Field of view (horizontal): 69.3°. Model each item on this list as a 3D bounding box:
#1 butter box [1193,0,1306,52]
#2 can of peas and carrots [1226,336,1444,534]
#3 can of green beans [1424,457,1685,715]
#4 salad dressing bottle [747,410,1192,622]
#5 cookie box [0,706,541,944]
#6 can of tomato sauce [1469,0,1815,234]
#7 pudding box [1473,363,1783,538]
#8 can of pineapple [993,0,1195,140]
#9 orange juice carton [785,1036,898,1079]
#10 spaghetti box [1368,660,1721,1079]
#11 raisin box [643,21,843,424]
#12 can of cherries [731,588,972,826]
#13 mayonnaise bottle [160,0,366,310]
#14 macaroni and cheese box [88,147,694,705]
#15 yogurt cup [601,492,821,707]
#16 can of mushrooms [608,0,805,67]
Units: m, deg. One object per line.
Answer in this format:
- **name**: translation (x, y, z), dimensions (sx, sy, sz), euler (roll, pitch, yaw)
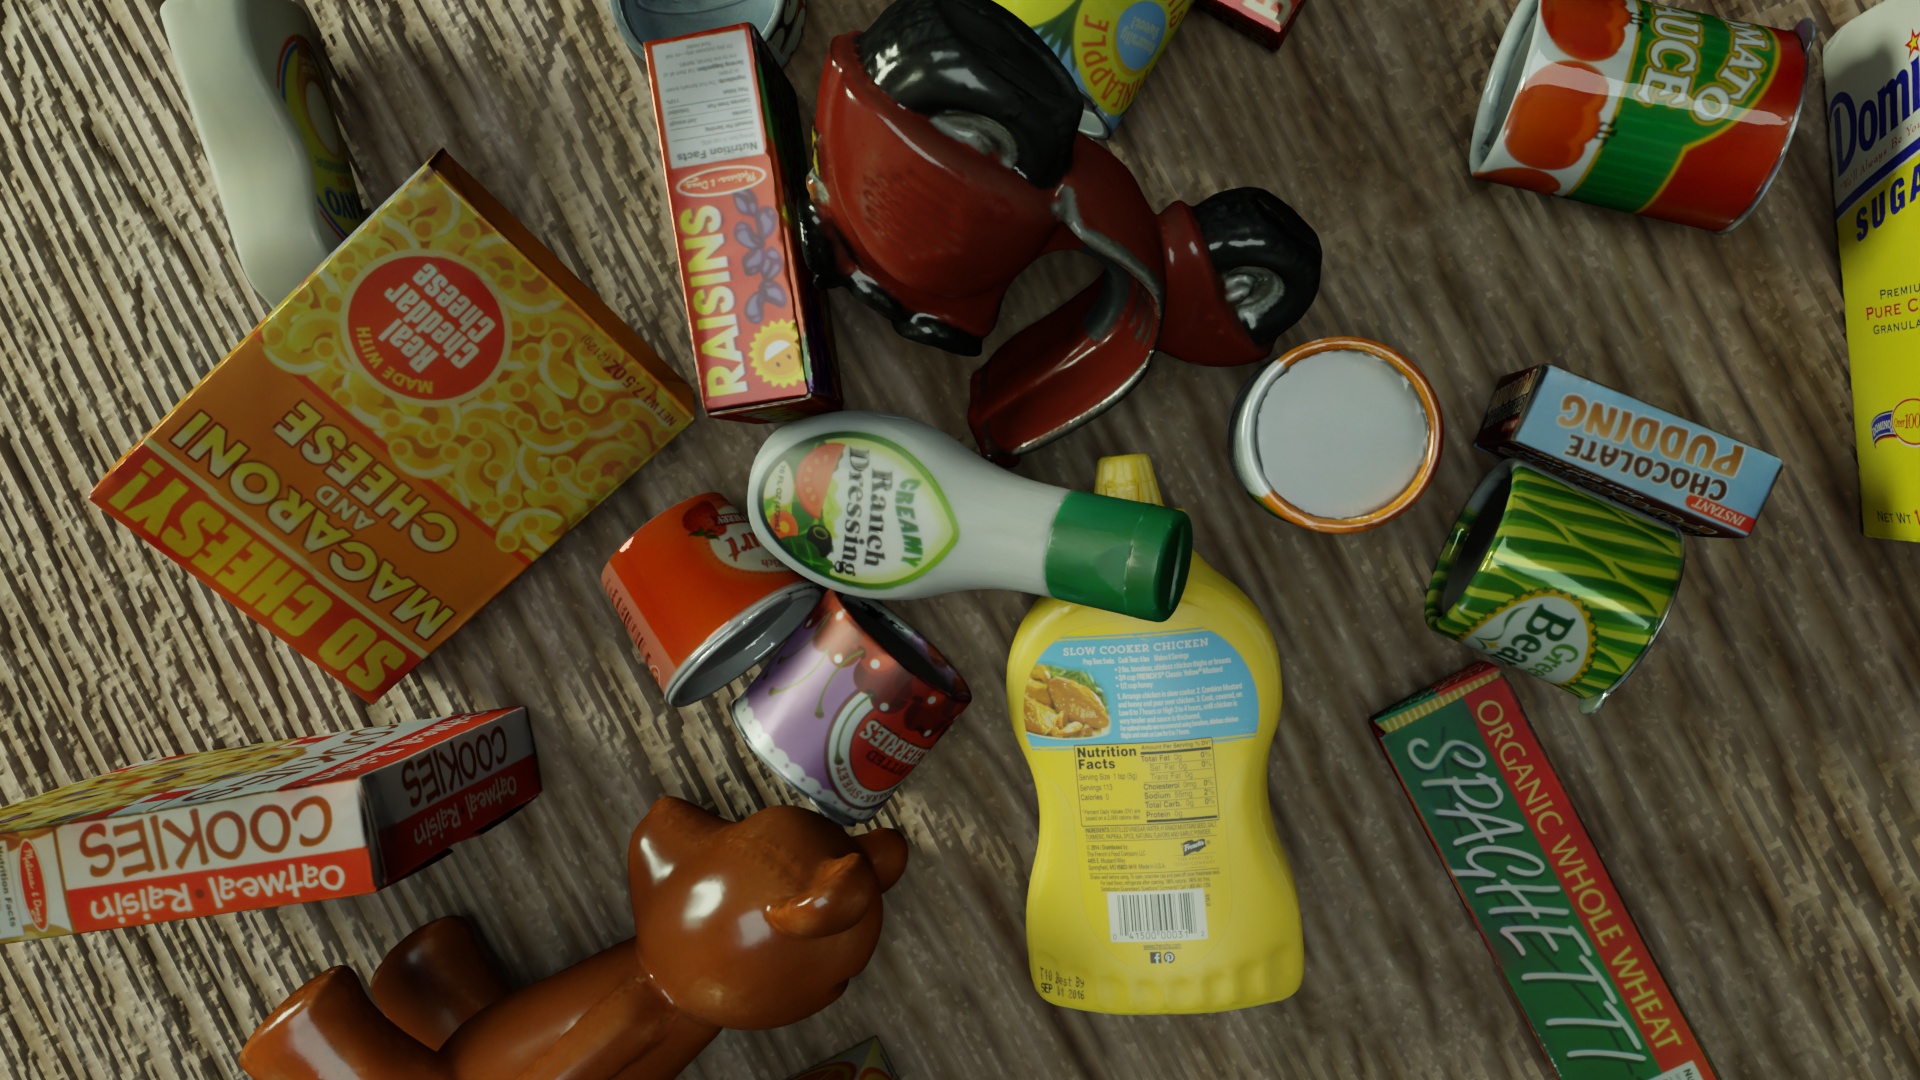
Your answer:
- **butter box**: translation (0.116, -0.232, 0.490), dimensions (0.053, 0.024, 0.103), euler (30, 95, 5)
- **can of peas and carrots**: translation (0.130, -0.036, 0.480), dimensions (0.071, 0.059, 0.071), euler (0, 93, 7)
- **can of green beans**: translation (0.199, 0.013, 0.470), dimensions (0.058, 0.071, 0.071), euler (25, 95, 5)
- **salad dressing bottle**: translation (0.002, -0.006, 0.464), dimensions (0.148, 0.044, 0.064), euler (12, 102, 24)
- **cookie box**: translation (-0.255, 0.100, 0.496), dimensions (0.167, 0.123, 0.040), euler (-9, 93, 7)
- **can of tomato sauce**: translation (0.221, -0.145, 0.459), dimensions (0.083, 0.071, 0.071), euler (14, 94, 6)
- **pudding box**: translation (0.224, -0.030, 0.474), dimensions (0.084, 0.050, 0.030), euler (24, 94, 4)
- **can of pineapple**: translation (0.041, -0.180, 0.478), dimensions (0.071, 0.071, 0.058), euler (33, 96, 4)
- **orange juice carton**: translation (-0.058, 0.242, 0.446), dimensions (0.073, 0.193, 0.072), euler (-27, 89, 6)
- **spaghetti box**: translation (0.224, 0.162, 0.493), dimensions (0.050, 0.029, 0.250), euler (-28, 89, 7)
- **raisin box**: translation (-0.072, -0.104, 0.485), dimensions (0.040, 0.086, 0.123), euler (-9, 92, 2)
- **can of cherries**: translation (-0.037, 0.059, 0.497), dimensions (0.071, 0.071, 0.058), euler (41, 96, 3)
- **mayonnaise bottle**: translation (-0.247, -0.124, 0.517), dimensions (0.041, 0.065, 0.147), euler (-13, 102, 1)
- **macaroni and cheese box**: translation (-0.200, -0.037, 0.503), dimensions (0.166, 0.040, 0.123), euler (-41, 116, 7)
- **yogurt cup**: translation (-0.093, 0.020, 0.506), dimensions (0.072, 0.072, 0.054), euler (-41, 80, 7)
- **can of mushrooms**: translation (-0.092, -0.202, 0.510), dimensions (0.071, 0.033, 0.071), euler (0, 93, 7)
